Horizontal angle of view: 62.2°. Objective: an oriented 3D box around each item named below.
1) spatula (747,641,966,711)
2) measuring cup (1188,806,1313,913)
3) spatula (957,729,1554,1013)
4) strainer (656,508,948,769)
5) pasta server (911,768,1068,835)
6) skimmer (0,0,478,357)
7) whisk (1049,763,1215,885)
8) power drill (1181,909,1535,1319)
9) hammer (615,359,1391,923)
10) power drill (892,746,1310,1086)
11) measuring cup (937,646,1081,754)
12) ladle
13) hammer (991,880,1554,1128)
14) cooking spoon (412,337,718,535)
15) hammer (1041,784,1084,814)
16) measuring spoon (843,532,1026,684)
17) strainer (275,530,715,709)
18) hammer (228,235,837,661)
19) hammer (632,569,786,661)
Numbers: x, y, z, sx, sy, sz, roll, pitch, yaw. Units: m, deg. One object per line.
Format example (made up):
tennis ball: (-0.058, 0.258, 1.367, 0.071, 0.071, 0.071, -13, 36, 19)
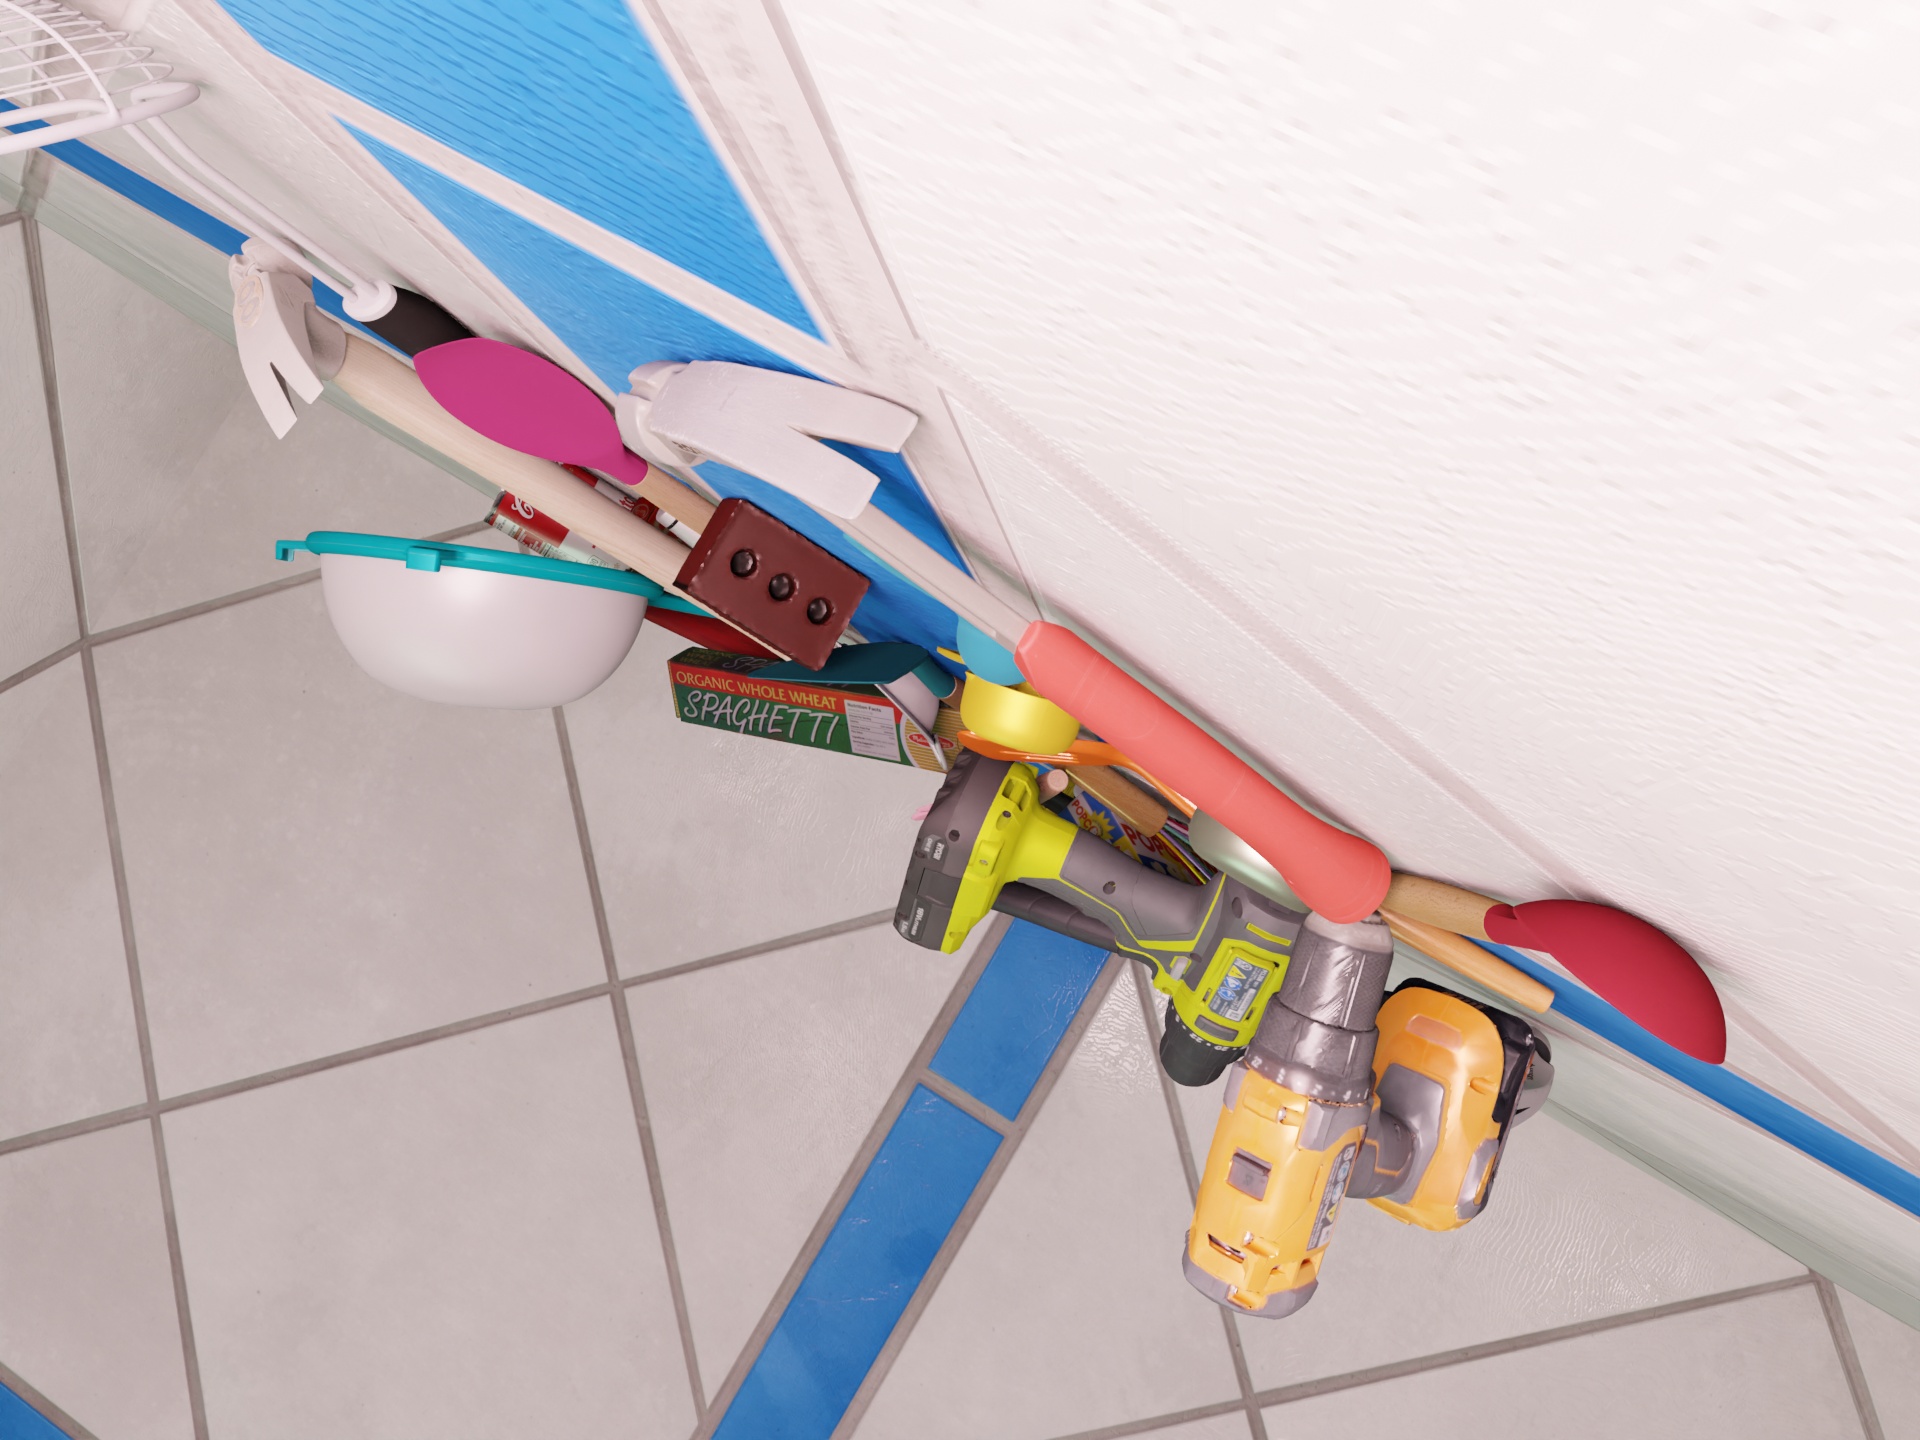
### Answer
spatula: (-0.001, -0.003, 0.917, 0.082, 0.044, 0.317, 3, 168, 28)
measuring cup: (0.114, 0.043, 0.698, 0.083, 0.038, 0.167, 27, 178, 45)
spatula: (0.148, 0.071, 0.816, 0.323, 0.041, 0.081, 29, 176, 11)
strainer: (-0.087, -0.061, 0.951, 0.258, 0.050, 0.087, 38, -179, -23)
pasta server: (0.020, 0.064, 1.074, 0.060, 0.040, 0.316, 61, 165, 3)
skimmer: (-0.263, -0.158, 0.603, 0.127, 0.090, 0.363, -3, 170, 14)
whisk: (0.138, 0.072, 0.983, 0.244, 0.047, 0.051, 36, 177, -17)
power drill: (0.199, 0.174, 0.767, 0.084, 0.185, 0.226, 20, -171, 38)
hammer: (0.051, -0.007, 0.539, 0.358, 0.037, 0.149, 34, 176, -38)
power drill: (0.083, 0.121, 0.924, 0.228, 0.080, 0.190, 23, 136, 7)
measuring cup: (0.013, -0.012, 0.775, 0.062, 0.029, 0.157, 13, -173, -19)
ladle: (0.194, 0.075, 0.595, 0.069, 0.031, 0.315, 33, 179, -2)
hammer: (0.190, 0.176, 1.069, 0.409, 0.036, 0.149, 18, -168, 17)
cooking spoon: (-0.146, -0.113, 0.787, 0.069, 0.017, 0.318, -8, 161, 23)
hammer: (-0.011, 0.013, 1.180, 0.337, 0.034, 0.127, 32, 153, 30)
measuring spoon: (-0.011, -0.043, 0.661, 0.042, 0.021, 0.128, 28, 177, 43)
strainer: (-0.249, -0.048, 1.019, 0.211, 0.095, 0.340, 8, 180, 44)
hammer: (-0.207, -0.112, 0.882, 0.410, 0.038, 0.146, 32, -161, -45)
hammer: (-0.128, -0.048, 1.176, 0.386, 0.038, 0.143, 25, -154, 25)
